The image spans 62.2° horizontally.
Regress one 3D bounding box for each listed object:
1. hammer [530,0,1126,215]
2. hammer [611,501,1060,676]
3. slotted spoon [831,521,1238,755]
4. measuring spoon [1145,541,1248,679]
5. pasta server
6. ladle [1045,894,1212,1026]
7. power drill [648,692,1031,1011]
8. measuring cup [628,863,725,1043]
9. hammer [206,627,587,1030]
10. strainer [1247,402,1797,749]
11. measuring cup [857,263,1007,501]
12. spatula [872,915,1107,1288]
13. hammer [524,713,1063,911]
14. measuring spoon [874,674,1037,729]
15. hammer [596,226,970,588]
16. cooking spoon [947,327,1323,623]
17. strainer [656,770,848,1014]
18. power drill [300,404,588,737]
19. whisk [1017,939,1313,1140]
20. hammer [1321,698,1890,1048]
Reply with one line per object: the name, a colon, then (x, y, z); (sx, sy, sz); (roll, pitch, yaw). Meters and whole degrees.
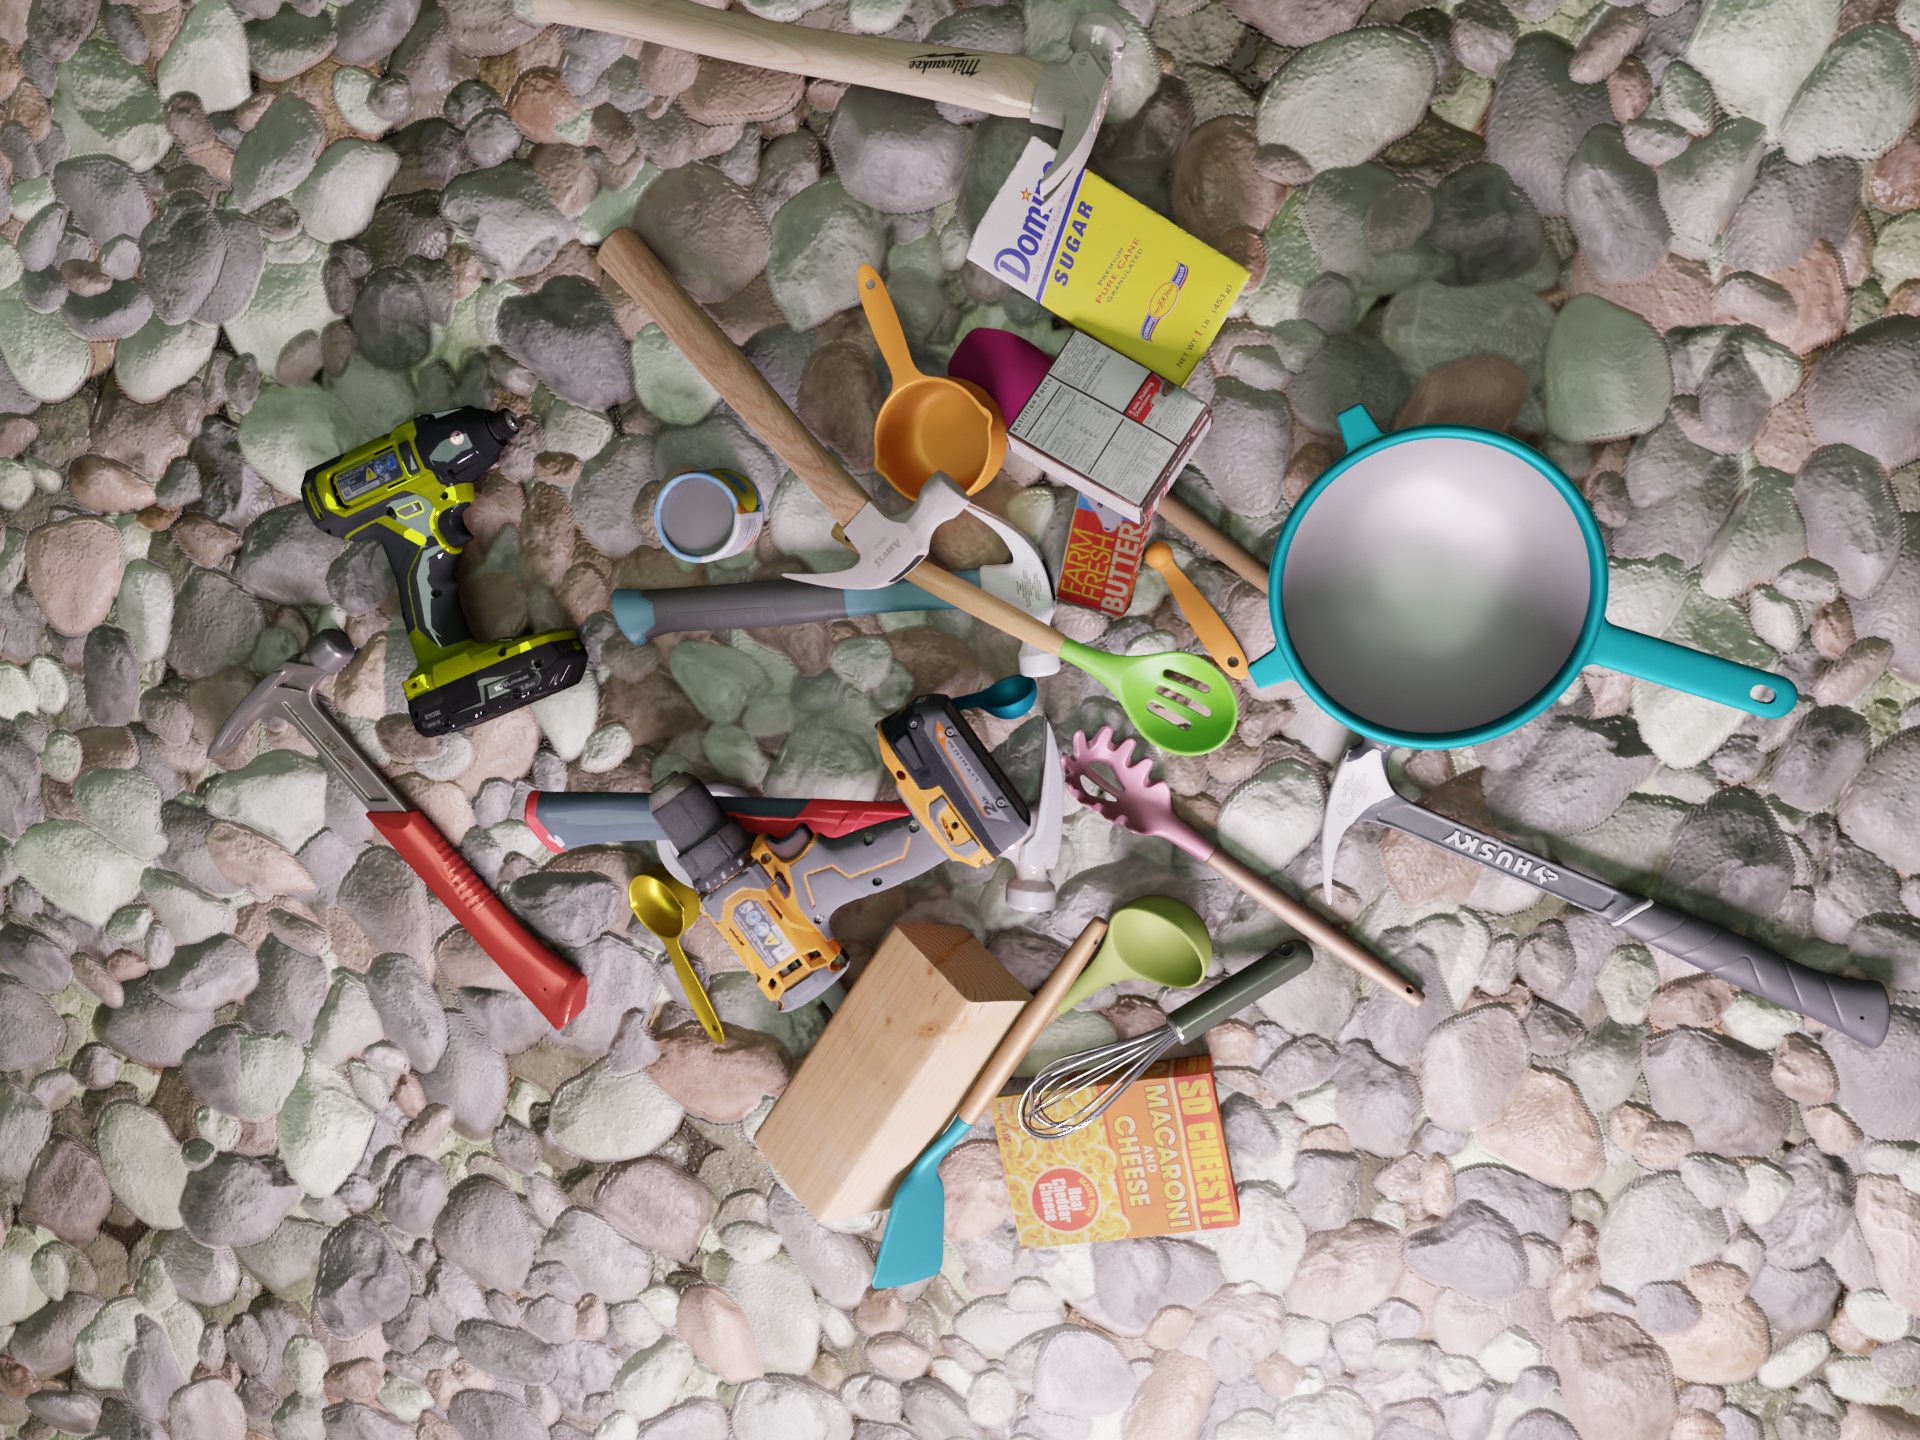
hammer: (-0.104, -0.447, 1.077); (0.411, 0.038, 0.146); (15, 70, 11)
hammer: (-0.096, -0.087, 1.164); (0.331, 0.033, 0.128); (-3, 100, 11)
slotted spoon: (0.049, -0.066, 1.112); (0.314, 0.031, 0.070); (27, 105, 6)
measuring spoon: (0.169, -0.077, 1.130); (0.021, 0.011, 0.117); (-35, 92, 14)
pasta server: (0.204, 0.111, 1.143); (0.316, 0.040, 0.060); (35, 74, 1)
ladle: (0.050, 0.232, 1.183); (0.320, 0.062, 0.078); (-38, 99, 16)
power drill: (-0.088, 0.070, 1.102); (0.226, 0.084, 0.185); (-35, 96, 7)
measuring cup: (-0.209, 0.180, 1.235); (0.062, 0.029, 0.156); (-4, 115, 39)
hammer: (-0.430, 0.106, 1.255); (0.149, 0.037, 0.359); (-41, 90, 14)
strainer: (0.372, -0.073, 1.054); (0.340, 0.095, 0.211); (18, 105, 4)
measuring cup: (-0.027, -0.236, 1.113); (0.095, 0.052, 0.173); (-21, 93, 25)
spatula: (0.026, 0.277, 1.157); (0.044, 0.082, 0.317); (42, 107, 35)
hammer: (-0.119, 0.059, 1.155); (0.386, 0.038, 0.143); (3, 99, -2)
measuring spoon: (-0.002, -0.004, 1.166); (0.128, 0.042, 0.021); (-14, 119, 20)
hammer: (-0.145, -0.223, 1.118); (0.130, 0.031, 0.331); (-46, 78, 17)
cooking spoon: (0.125, -0.167, 1.119); (0.319, 0.017, 0.068); (38, 114, 2)
strainer: (-0.146, 0.141, 1.208); (0.087, 0.050, 0.258); (-34, 97, 5)
power drill: (-0.375, -0.114, 1.188); (0.171, 0.080, 0.223); (-21, 92, 13)
whisk: (0.149, 0.228, 1.147); (0.246, 0.058, 0.059); (-31, 115, -3)
hammer: (0.446, 0.130, 1.106); (0.409, 0.036, 0.149); (24, 104, 5)
